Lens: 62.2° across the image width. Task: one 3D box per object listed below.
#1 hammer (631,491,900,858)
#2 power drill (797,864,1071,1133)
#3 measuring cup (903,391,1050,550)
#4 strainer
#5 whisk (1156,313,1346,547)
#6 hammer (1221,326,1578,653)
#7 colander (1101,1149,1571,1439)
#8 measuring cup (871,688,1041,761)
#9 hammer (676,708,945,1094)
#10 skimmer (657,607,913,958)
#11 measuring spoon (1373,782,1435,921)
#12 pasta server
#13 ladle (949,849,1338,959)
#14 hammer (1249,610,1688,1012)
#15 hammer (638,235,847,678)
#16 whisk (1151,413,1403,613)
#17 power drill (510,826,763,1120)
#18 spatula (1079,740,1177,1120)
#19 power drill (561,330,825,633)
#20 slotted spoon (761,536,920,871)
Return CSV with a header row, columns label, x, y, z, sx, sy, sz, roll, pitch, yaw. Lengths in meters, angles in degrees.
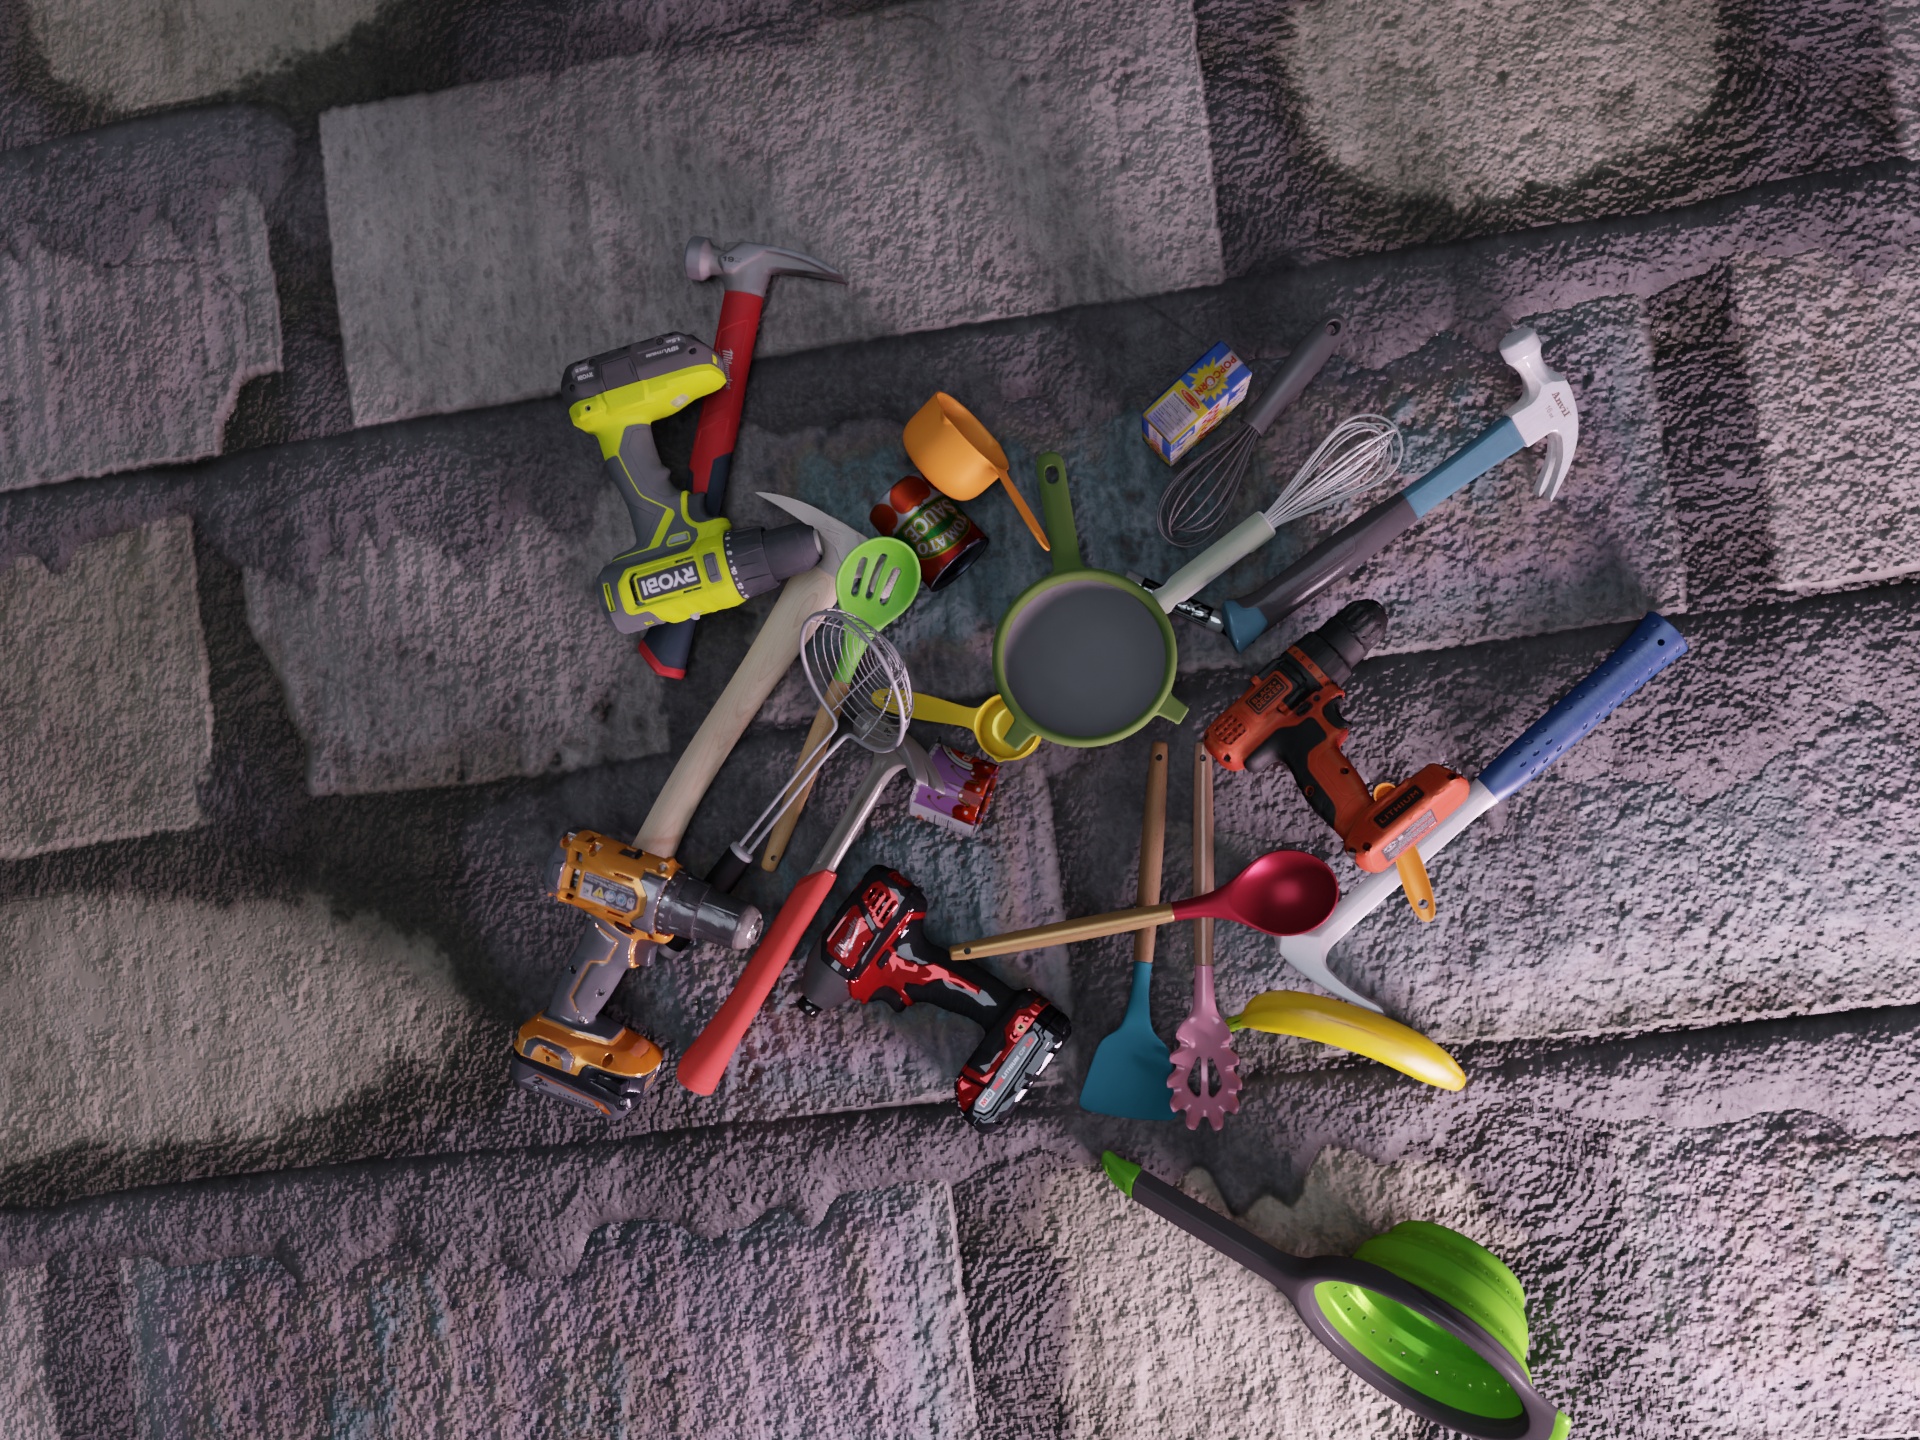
label,x,y,z,sx,sy,sz,roll,pitch,yaw
hammer,-0.214,0.000,1.391,0.146,0.038,0.410,32,93,10
power drill,-0.028,0.239,1.336,0.220,0.078,0.143,37,93,11
measuring cup,0.013,-0.194,1.324,0.052,0.095,0.174,-39,67,20
strainer,0.095,-0.097,1.336,0.151,0.069,0.256,-10,76,4
whisk,0.245,-0.242,1.324,0.055,0.055,0.239,38,89,8
hammer,0.350,-0.167,1.285,0.331,0.033,0.128,-36,109,7
colander,0.301,0.424,1.267,0.397,0.204,0.094,26,58,24
measuring cup,-0.002,-0.004,1.369,0.156,0.029,0.062,13,89,21
hammer,-0.135,0.167,1.339,0.036,0.149,0.359,26,100,-29
skimmer,-0.164,0.066,1.319,0.127,0.090,0.363,45,108,19
measuring spoon,0.357,0.105,1.277,0.021,0.011,0.117,-19,88,15
pasta server,0.202,0.175,1.317,0.060,0.040,0.316,0,86,9
ladle,0.146,0.161,1.284,0.315,0.031,0.069,-11,81,3
hammer,0.423,0.068,1.290,0.405,0.035,0.144,-42,82,5
hammer,-0.205,-0.225,1.396,0.143,0.038,0.386,11,90,7
whisk,0.259,-0.167,1.310,0.246,0.058,0.059,-37,92,4
power drill,-0.276,0.220,1.348,0.185,0.084,0.226,18,104,7
spatula,0.154,0.176,1.336,0.082,0.044,0.317,5,84,9
power drill,-0.230,-0.202,1.342,0.190,0.080,0.228,-16,90,6
slotted spoon,-0.112,-0.012,1.356,0.070,0.031,0.313,18,104,-18
